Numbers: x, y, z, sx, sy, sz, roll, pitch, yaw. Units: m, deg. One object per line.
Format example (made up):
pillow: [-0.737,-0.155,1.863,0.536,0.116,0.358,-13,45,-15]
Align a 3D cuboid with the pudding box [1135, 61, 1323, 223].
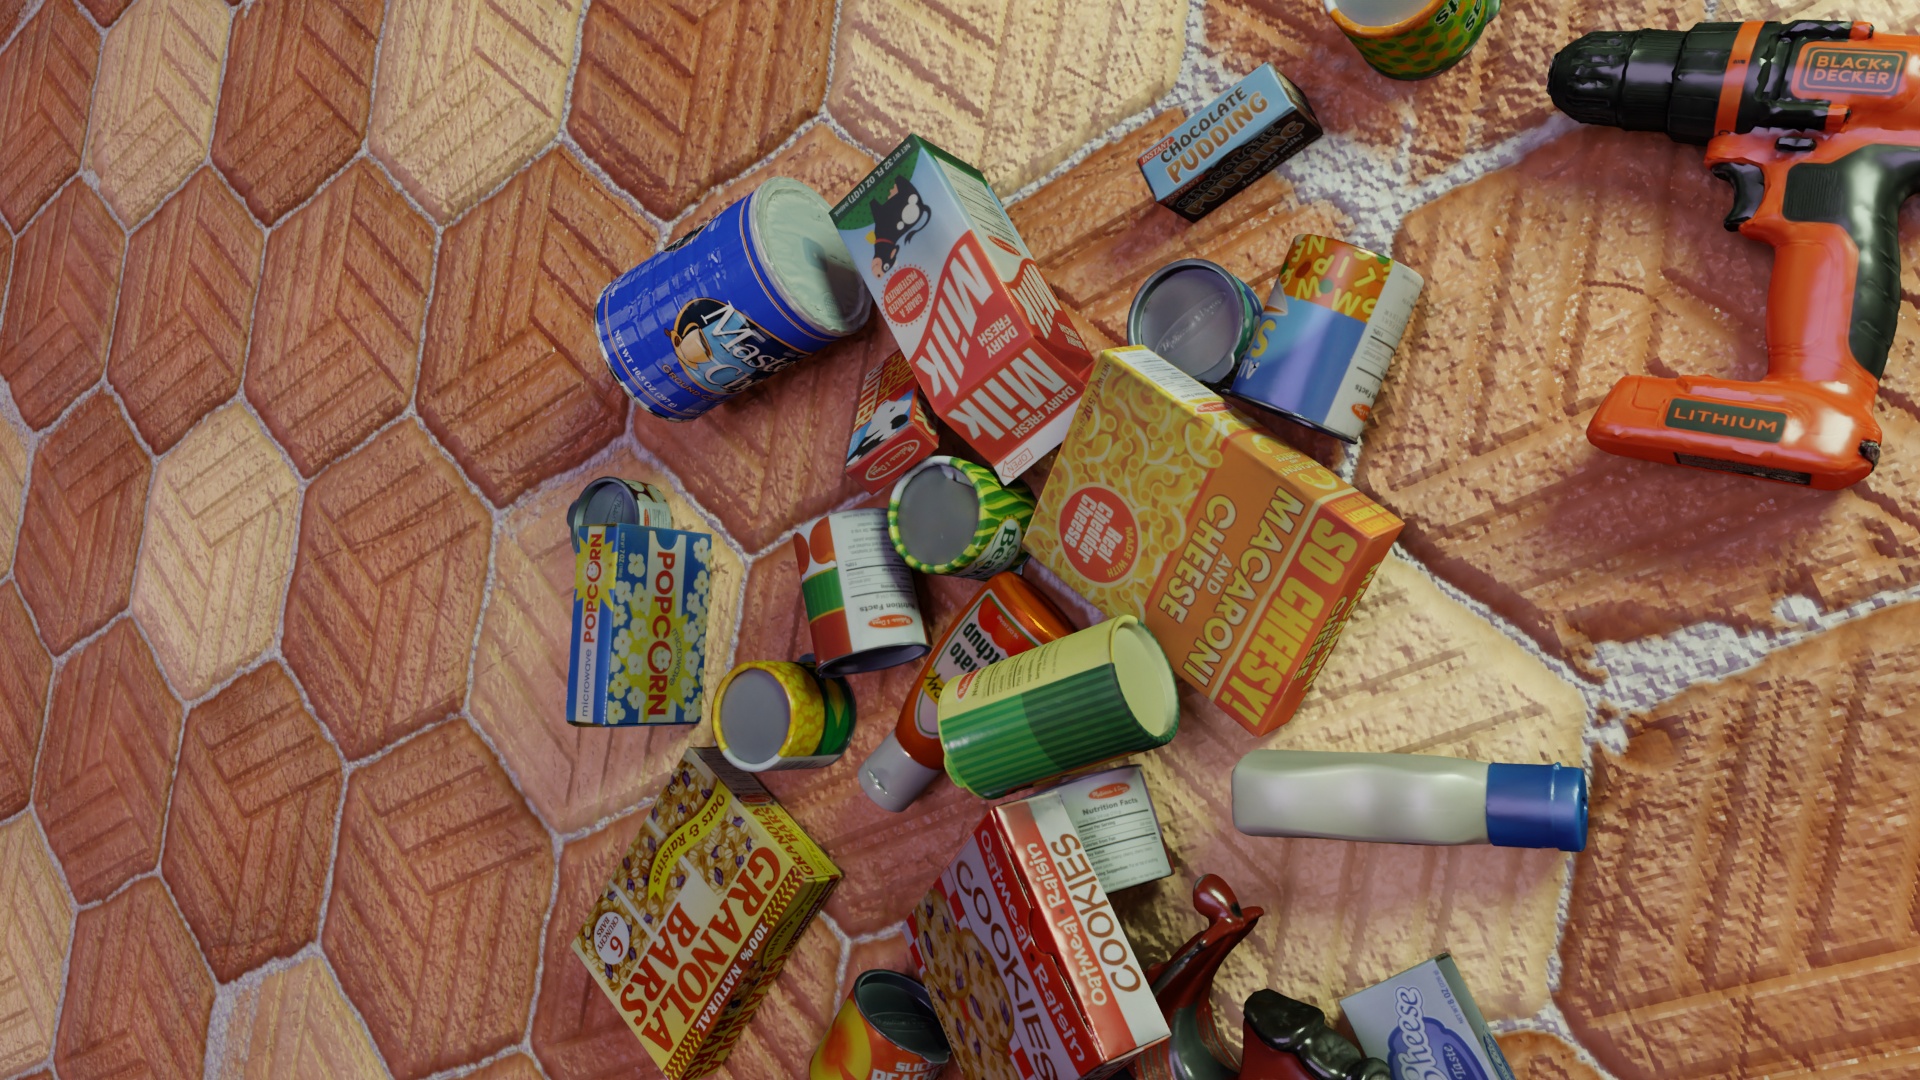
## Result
pudding box: [0.138,-0.203,0.715,0.083,0.050,0.030,-32,70,26]

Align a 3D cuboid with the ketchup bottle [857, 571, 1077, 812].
ketchup bottle: [0.000,0.090,0.774,0.065,0.043,0.148,47,110,21]

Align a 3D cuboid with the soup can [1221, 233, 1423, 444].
soup can: [0.173,-0.098,0.669,0.071,0.071,0.083,26,98,33]

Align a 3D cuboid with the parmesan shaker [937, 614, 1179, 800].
parmesan shaker: [0.048,0.085,0.687,0.103,0.071,0.071,-23,72,31]

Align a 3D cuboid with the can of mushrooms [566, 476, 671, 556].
can of mushrooms: [-0.232,-0.010,0.945,0.071,0.033,0.071,-4,83,33]

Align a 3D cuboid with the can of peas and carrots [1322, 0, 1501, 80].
can of peas and carrots: [0.216,-0.263,0.666,0.071,0.059,0.071,-4,83,33]

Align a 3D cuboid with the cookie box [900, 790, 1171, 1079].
cookie box: [0.029,0.215,0.688,0.123,0.040,0.166,64,150,25]

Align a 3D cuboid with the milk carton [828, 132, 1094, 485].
milk carton: [0.008,-0.127,0.777,0.072,0.073,0.191,-39,66,24]

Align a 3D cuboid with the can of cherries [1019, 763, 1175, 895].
can of cherries: [0.069,0.152,0.710,0.071,0.071,0.058,-26,72,28]

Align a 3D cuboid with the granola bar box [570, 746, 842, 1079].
granola bar box: [-0.161,0.231,0.865,0.124,0.039,0.165,40,106,31]

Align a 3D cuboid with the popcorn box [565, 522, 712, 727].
popcorn box: [-0.204,0.055,0.887,0.038,0.085,0.126,-1,84,34]

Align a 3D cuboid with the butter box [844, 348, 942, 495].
butter box: [-0.035,-0.075,0.794,0.053,0.024,0.104,-33,29,27]

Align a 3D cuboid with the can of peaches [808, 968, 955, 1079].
can of peaches: [-0.041,0.282,0.763,0.071,0.071,0.058,37,106,31]

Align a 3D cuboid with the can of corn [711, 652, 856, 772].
can of corn: [-0.106,0.102,0.833,0.071,0.058,0.071,-4,83,33]

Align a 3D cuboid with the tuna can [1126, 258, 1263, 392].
tuna can: [0.124,-0.109,0.723,0.071,0.033,0.071,-4,82,33]

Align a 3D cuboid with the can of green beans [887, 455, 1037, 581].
can of green beans: [0.002,-0.012,0.776,0.071,0.058,0.071,-4,82,33]

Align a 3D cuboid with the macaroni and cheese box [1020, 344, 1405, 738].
macaroni and cheese box: [0.119,-0.003,0.690,0.167,0.040,0.123,40,125,29]

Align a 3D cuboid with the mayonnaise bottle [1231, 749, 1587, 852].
mayonnaise bottle: [0.202,0.118,0.629,0.148,0.065,0.041,-2,87,29]

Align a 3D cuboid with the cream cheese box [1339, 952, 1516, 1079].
cream cheese box: [0.219,0.245,0.623,0.053,0.024,0.104,-36,66,26]

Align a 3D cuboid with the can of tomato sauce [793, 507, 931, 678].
can of tomato sauce: [-0.059,0.031,0.807,0.071,0.071,0.083,-22,72,30]
